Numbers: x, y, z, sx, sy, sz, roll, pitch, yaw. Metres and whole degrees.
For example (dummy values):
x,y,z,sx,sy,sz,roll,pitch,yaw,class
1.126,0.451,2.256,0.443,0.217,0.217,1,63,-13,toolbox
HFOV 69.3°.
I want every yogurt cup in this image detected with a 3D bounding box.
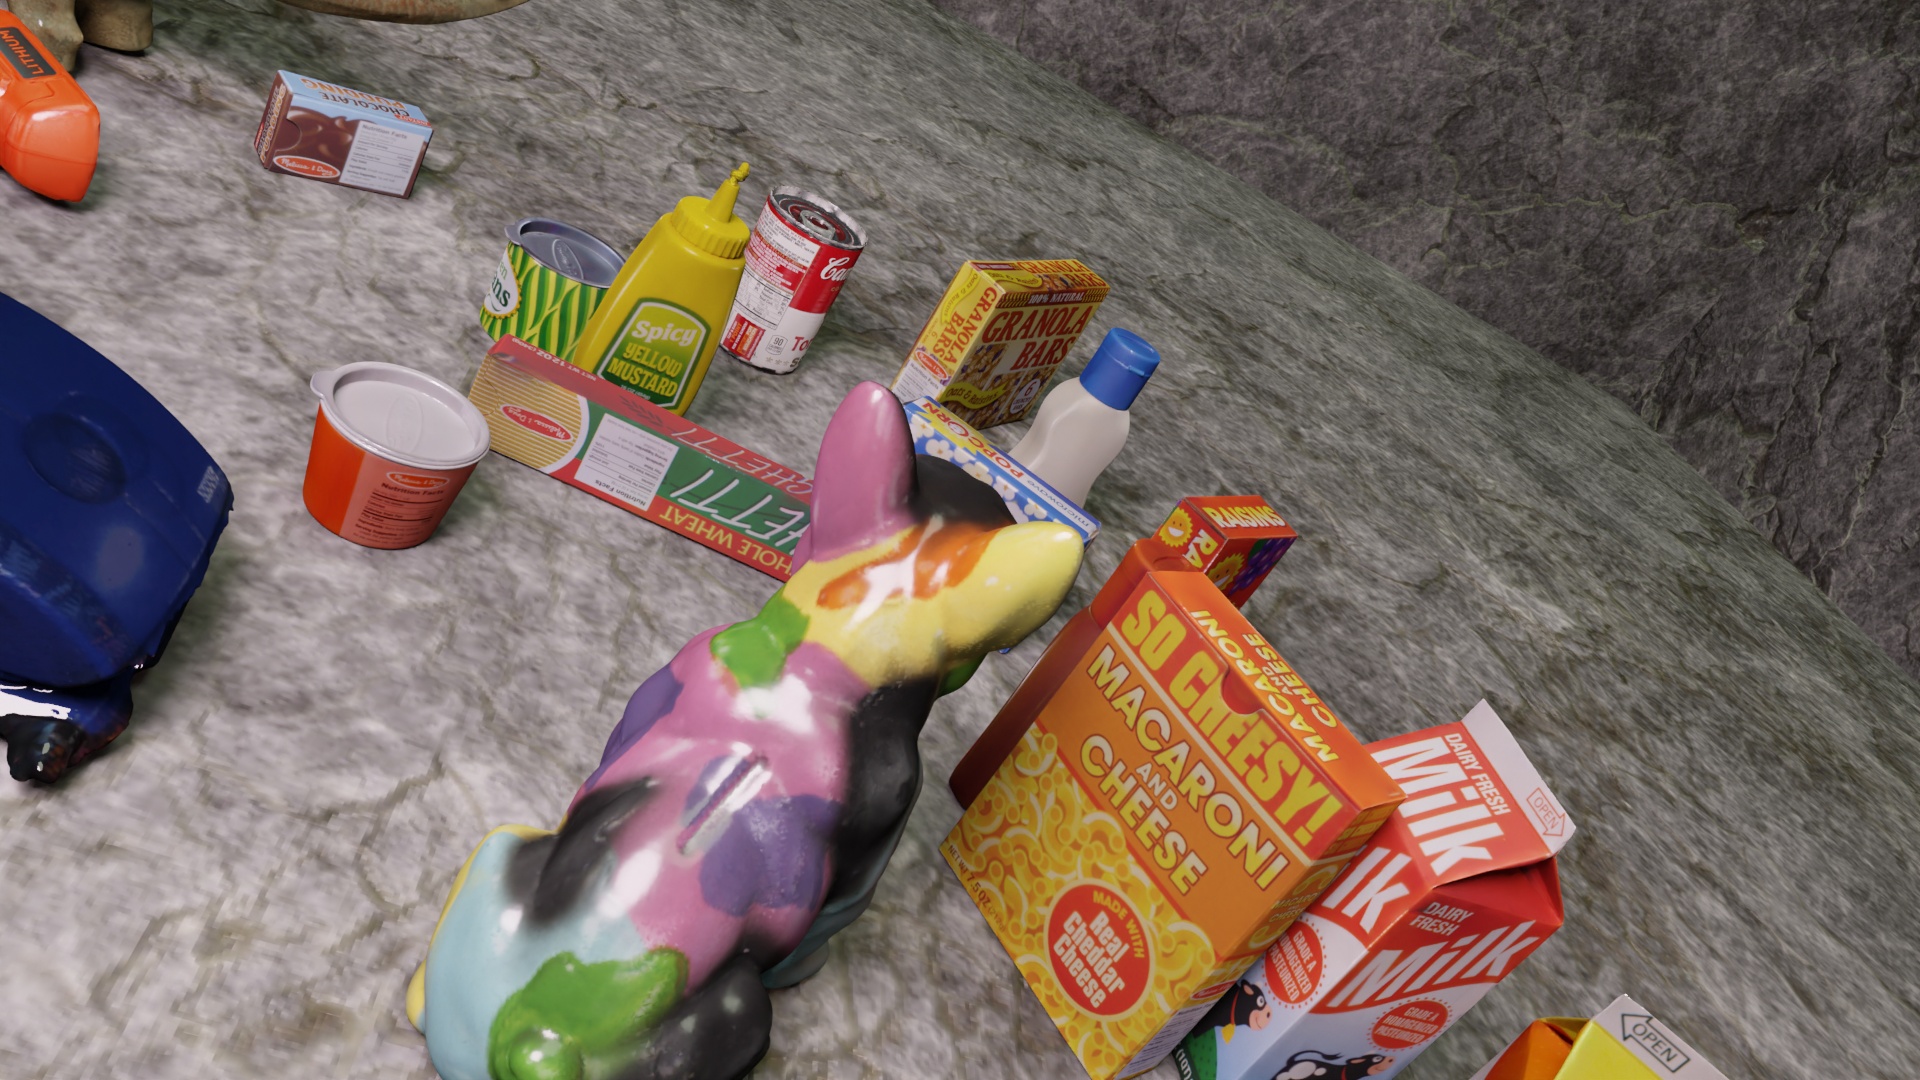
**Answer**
x,y,z,sx,sy,sz,roll,pitch,yaw,class
-0.238,-0.033,0.579,0.072,0.053,0.073,26,27,-14,yogurt cup

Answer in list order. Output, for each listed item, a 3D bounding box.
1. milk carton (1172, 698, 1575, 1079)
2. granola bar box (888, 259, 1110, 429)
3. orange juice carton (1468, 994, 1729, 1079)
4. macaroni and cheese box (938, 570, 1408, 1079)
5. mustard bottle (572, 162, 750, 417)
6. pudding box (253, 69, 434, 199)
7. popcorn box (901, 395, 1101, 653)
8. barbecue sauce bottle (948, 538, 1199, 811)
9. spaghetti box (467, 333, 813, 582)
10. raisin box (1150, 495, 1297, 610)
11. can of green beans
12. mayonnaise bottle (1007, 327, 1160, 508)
x,y,z,sx,sy,sz,roll,pitch,yaw,class
0.163,0.152,0.555,0.073,0.189,0.073,20,29,-26,milk carton
0.026,-0.136,0.970,0.039,0.123,0.166,42,27,17,granola bar box
0.171,0.225,0.437,0.072,0.191,0.073,40,27,14,orange juice carton
0.075,0.114,0.550,0.040,0.165,0.124,3,39,-47,macaroni and cheese box
-0.148,-0.126,0.717,0.065,0.159,0.049,20,29,-25,mustard bottle
-0.352,-0.231,0.795,0.084,0.049,0.030,2,40,-47,pudding box
0.003,-0.010,0.772,0.127,0.085,0.038,37,26,8,popcorn box
0.055,0.066,0.629,0.044,0.148,0.065,46,28,25,barbecue sauce bottle
-0.122,-0.024,0.696,0.250,0.050,0.029,26,27,-15,spaghetti box
0.127,0.032,0.797,0.086,0.123,0.040,-1,42,-50,raisin box
-0.224,-0.136,0.766,0.071,0.057,0.071,26,27,-14,can of green beans
0.070,-0.063,0.868,0.065,0.147,0.041,20,29,-25,mayonnaise bottle
